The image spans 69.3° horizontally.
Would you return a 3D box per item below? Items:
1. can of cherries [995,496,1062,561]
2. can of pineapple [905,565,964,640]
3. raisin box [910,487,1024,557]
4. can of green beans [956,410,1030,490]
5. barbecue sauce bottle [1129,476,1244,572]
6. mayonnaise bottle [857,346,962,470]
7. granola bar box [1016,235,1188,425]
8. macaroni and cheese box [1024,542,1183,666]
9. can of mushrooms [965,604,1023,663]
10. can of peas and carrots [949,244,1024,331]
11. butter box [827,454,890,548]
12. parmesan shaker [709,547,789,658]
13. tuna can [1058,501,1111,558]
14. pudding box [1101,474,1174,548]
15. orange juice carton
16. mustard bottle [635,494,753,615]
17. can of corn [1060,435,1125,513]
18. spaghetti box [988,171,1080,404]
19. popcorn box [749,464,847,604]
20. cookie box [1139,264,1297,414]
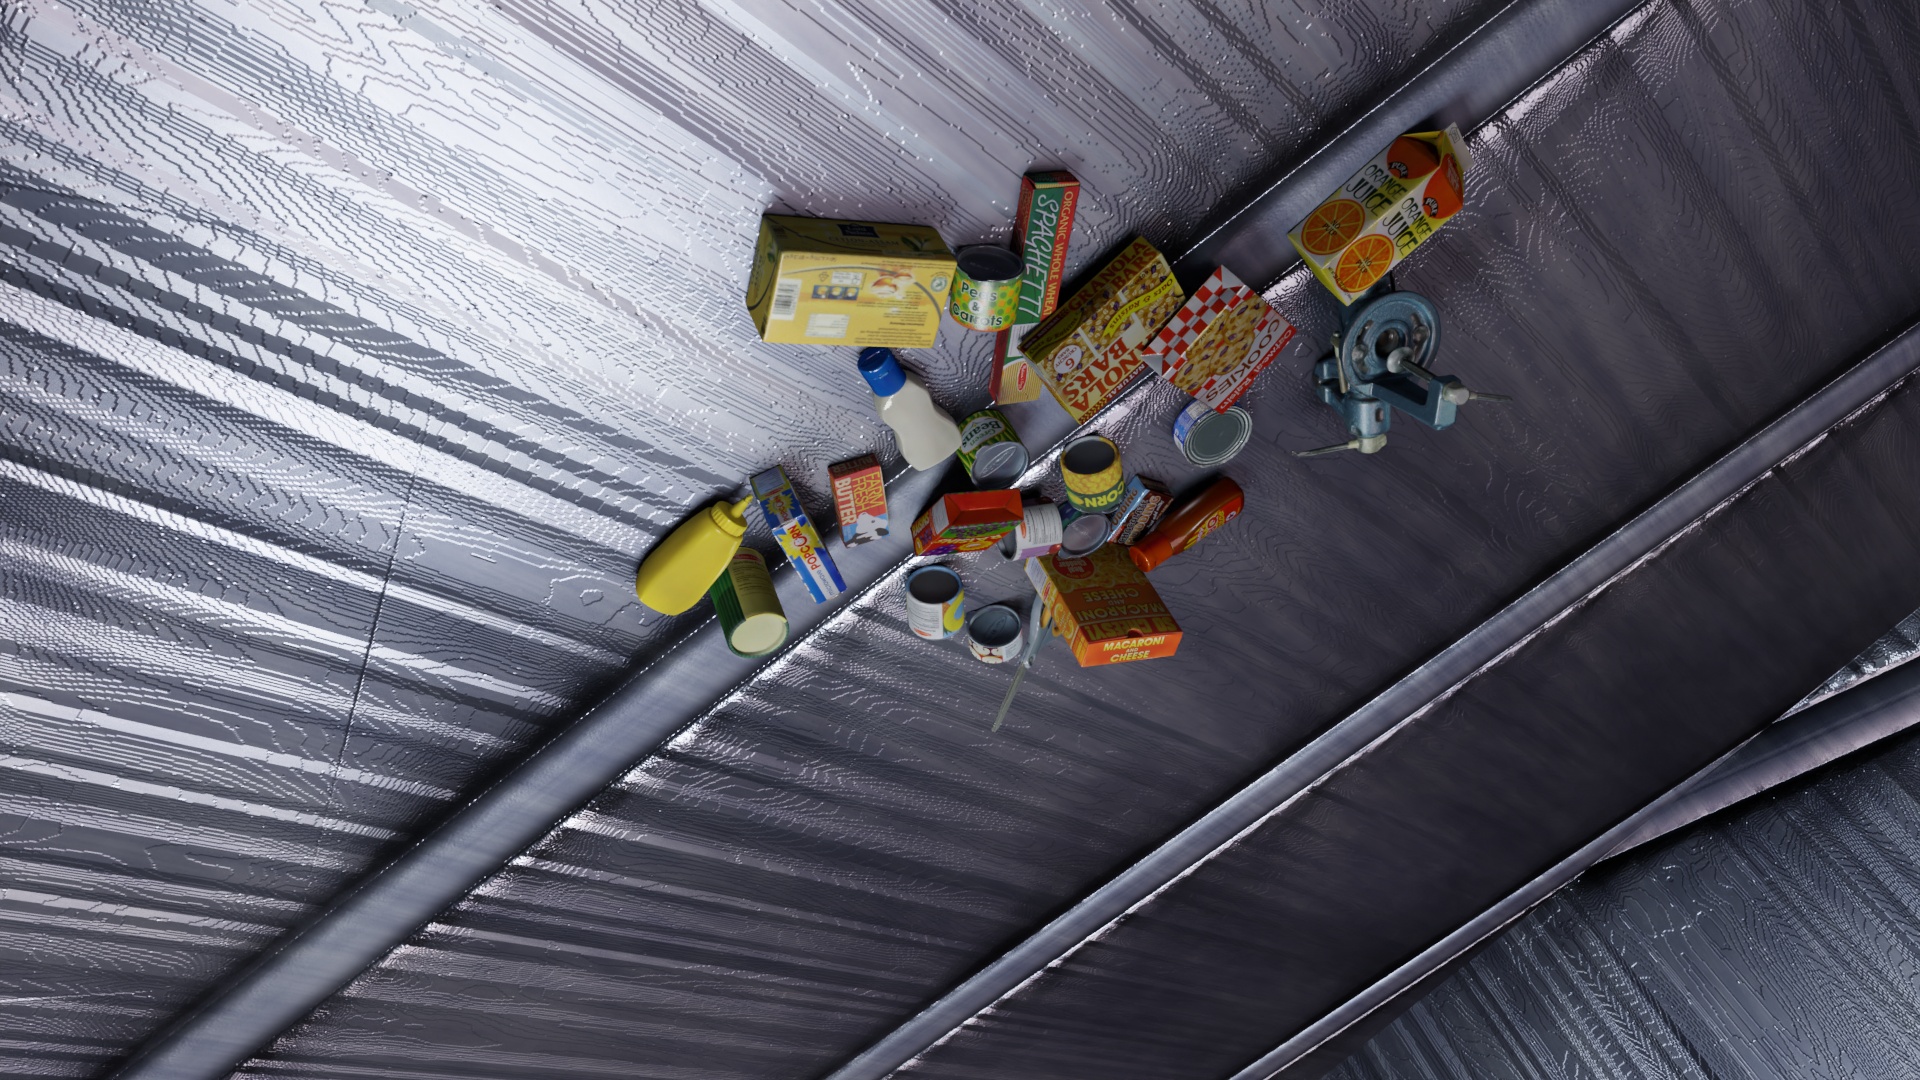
[{"bbox_3d":[0.074,-0.014,1.555,0.058,0.072,0.071,-10,134,-19],"label":"can of cherries"},{"bbox_3d":[-0.028,0.069,1.578,0.071,0.071,0.057,-15,135,-14],"label":"can of pineapple"},{"bbox_3d":[0.005,-0.019,1.488,0.086,0.040,0.123,-6,166,-21],"label":"raisin box"},{"bbox_3d":[0.032,-0.095,1.460,0.071,0.058,0.071,-14,135,-15],"label":"can of green beans"},{"bbox_3d":[0.266,-0.016,1.635,0.149,0.044,0.064,-33,155,-18],"label":"barbecue sauce bottle"},{"bbox_3d":[-0.054,-0.135,1.393,0.065,0.041,0.147,-33,135,3],"label":"mayonnaise bottle"},{"bbox_3d":[0.152,-0.209,1.403,0.165,0.039,0.124,-42,143,2],"label":"granola bar box"},{"bbox_3d":[0.162,0.068,1.599,0.124,0.167,0.040,-5,131,-23],"label":"macaroni and cheese box"},{"bbox_3d":[0.039,0.110,1.652,0.071,0.071,0.033,-19,137,-10],"label":"can of mushrooms"},{"bbox_3d":[0.024,-0.237,1.314,0.071,0.071,0.058,-9,134,-19],"label":"can of peas and carrots"},{"bbox_3d":[-0.106,-0.041,1.464,0.053,0.024,0.103,-18,136,-12],"label":"butter box"},{"bbox_3d":[-0.225,0.065,1.444,0.071,0.103,0.071,-14,135,-14],"label":"parmesan shaker"},{"bbox_3d":[0.136,-0.014,1.607,0.071,0.033,0.070,-14,135,-15],"label":"tuna can"},{"bbox_3d":[0.205,-0.033,1.626,0.050,0.030,0.083,16,121,-36],"label":"pudding box"},{"bbox_3d":[0.441,-0.342,1.428,0.192,0.073,0.071,-41,135,12],"label":"orange juice carton"},{"bbox_3d":[-0.262,0.007,1.412,0.160,0.049,0.065,-44,133,15],"label":"mustard bottle"},{"bbox_3d":[0.147,-0.072,1.531,0.071,0.071,0.058,-23,136,-6],"label":"can of corn"},{"bbox_3d":[0.070,-0.244,1.362,0.050,0.029,0.248,-9,134,-20],"label":"spaghetti box"},{"bbox_3d":[-0.165,-0.005,1.423,0.038,0.085,0.126,-27,136,-3],"label":"popcorn box"},{"bbox_3d":[0.274,-0.206,1.454,0.122,0.040,0.167,-49,151,15],"label":"cookie box"}]
